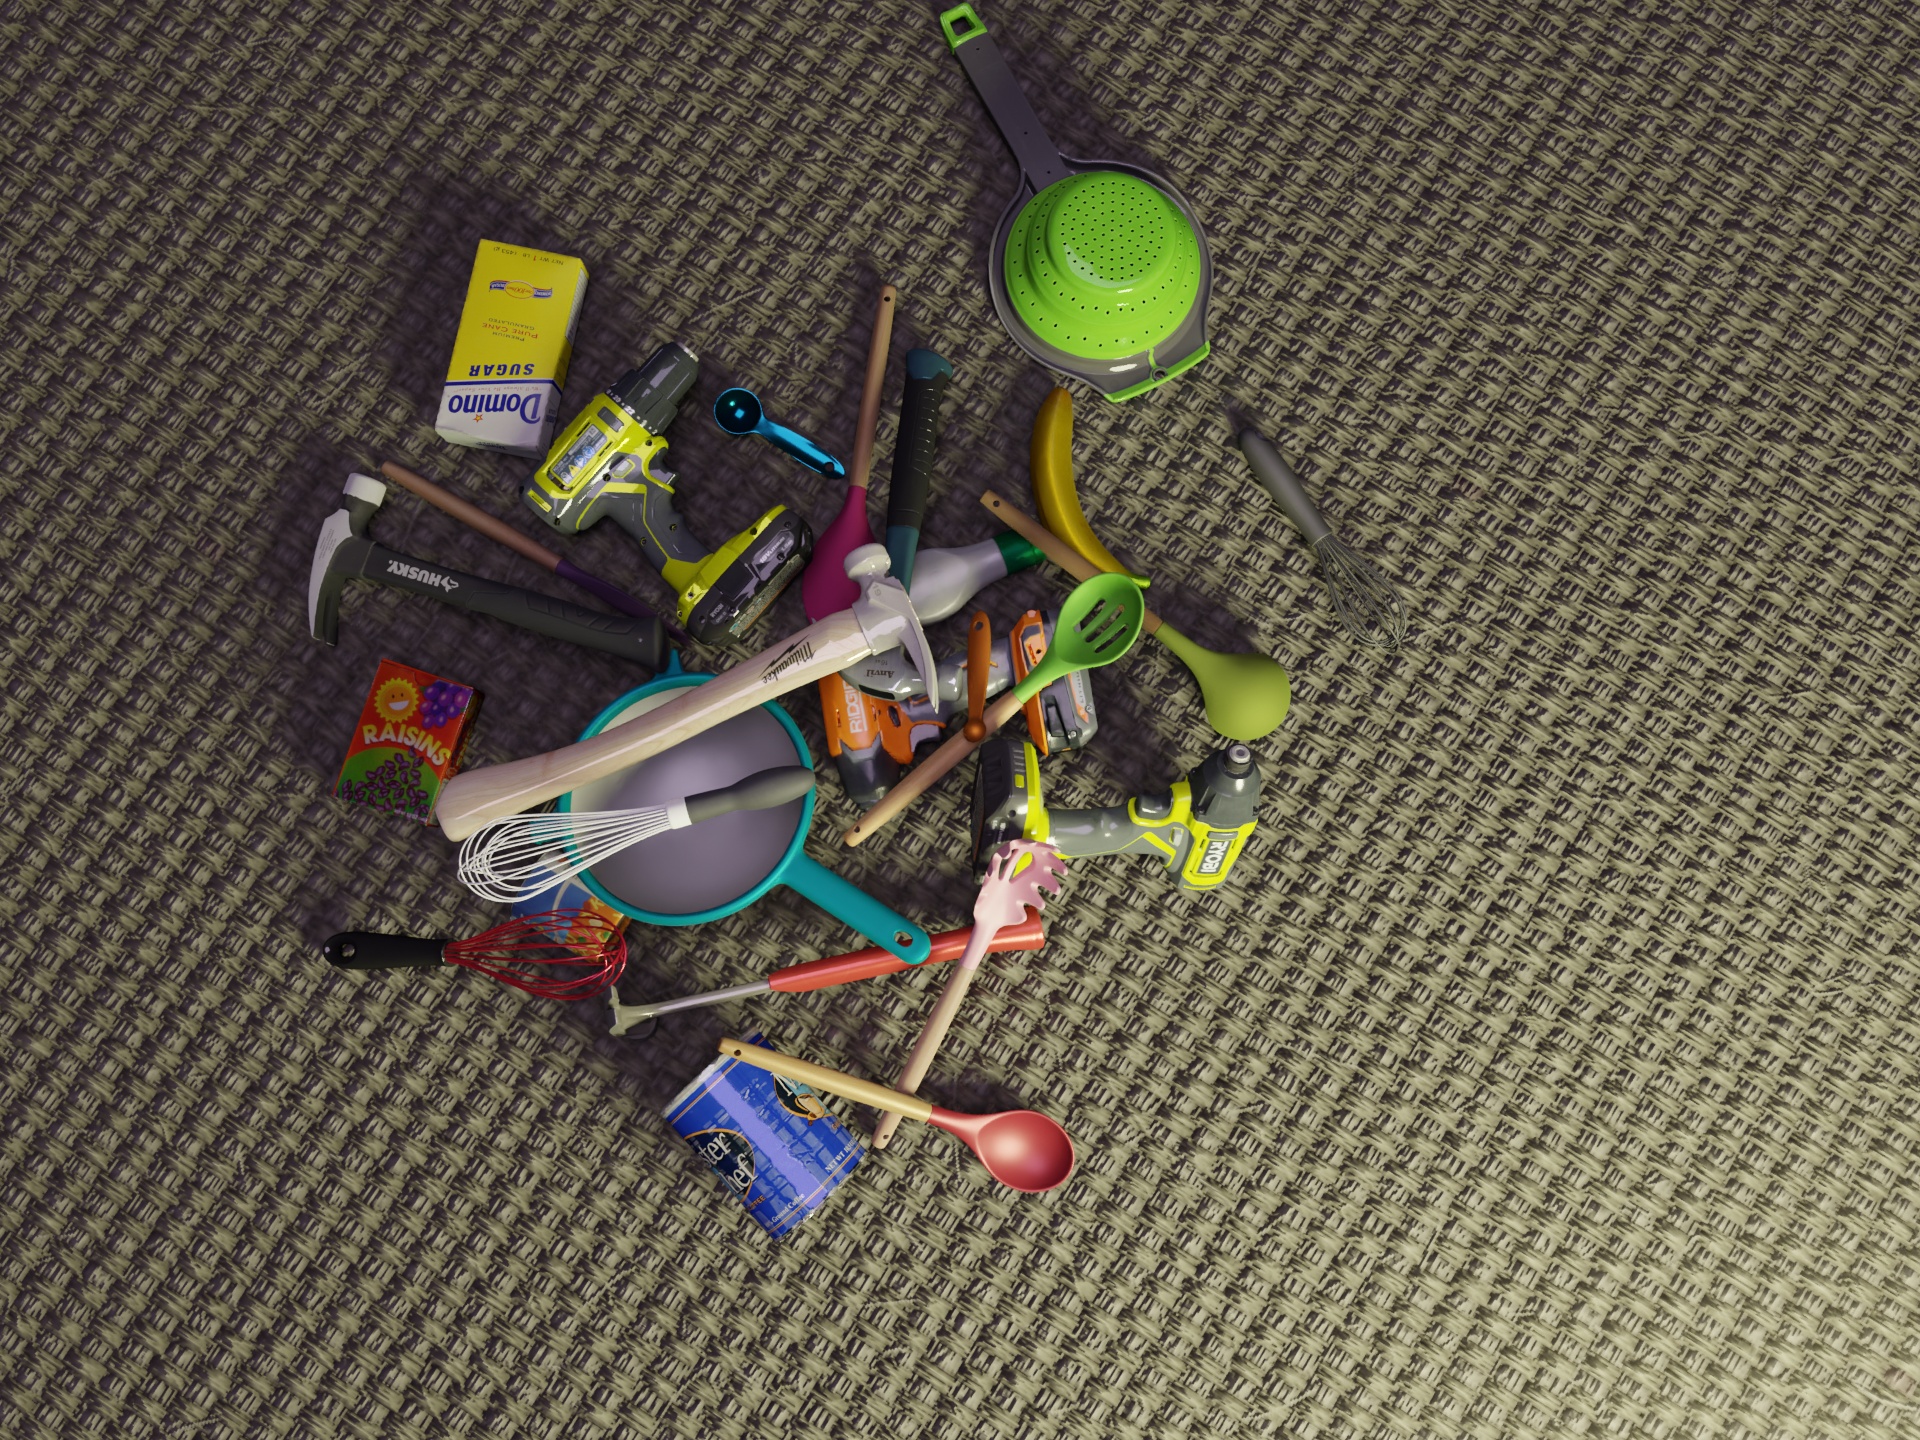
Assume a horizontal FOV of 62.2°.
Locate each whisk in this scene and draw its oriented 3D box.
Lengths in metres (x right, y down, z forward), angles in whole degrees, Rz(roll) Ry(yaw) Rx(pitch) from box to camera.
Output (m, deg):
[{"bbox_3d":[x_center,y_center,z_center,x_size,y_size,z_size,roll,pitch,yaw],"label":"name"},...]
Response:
[{"bbox_3d":[-0.395,0.187,1.284,0.296,0.073,0.073,-2,82,21],"label":"whisk"},{"bbox_3d":[-0.251,0.080,1.239,0.284,0.070,0.070,-15,83,-5],"label":"whisk"},{"bbox_3d":[0.313,-0.158,1.387,0.055,0.055,0.239,-32,80,-5],"label":"whisk"}]

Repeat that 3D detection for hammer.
[{"bbox_3d":[-0.107,0.203,1.294,0.359,0.149,0.037,-11,75,-9],"label":"hammer"},{"bbox_3d":[-0.396,-0.098,1.335,0.335,0.035,0.146,17,83,13],"label":"hammer"},{"bbox_3d":[-0.046,-0.171,1.345,0.128,0.033,0.331,4,67,8],"label":"hammer"},{"bbox_3d":[-0.219,0.006,1.263,0.410,0.038,0.146,-25,72,0],"label":"hammer"}]

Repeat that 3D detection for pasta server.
[{"bbox_3d":[-0.004,0.221,1.271,0.060,0.040,0.316,17,110,-23],"label":"pasta server"}]

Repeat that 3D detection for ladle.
[{"bbox_3d":[0.147,-0.095,1.359,0.320,0.062,0.078,37,94,1],"label":"ladle"},{"bbox_3d":[-0.050,0.310,1.283,0.315,0.031,0.069,23,96,-17],"label":"ladle"}]

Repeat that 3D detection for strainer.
[{"bbox_3d":[-0.164,0.106,1.299,0.340,0.095,0.211,31,76,13],"label":"strainer"}]

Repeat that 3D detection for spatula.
[{"bbox_3d":[-0.367,-0.146,1.370,0.316,0.059,0.018,29,76,8],"label":"spatula"}]

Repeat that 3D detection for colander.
[{"bbox_3d":[0.088,-0.480,1.398,0.204,0.094,0.397,-28,84,-5],"label":"colander"}]

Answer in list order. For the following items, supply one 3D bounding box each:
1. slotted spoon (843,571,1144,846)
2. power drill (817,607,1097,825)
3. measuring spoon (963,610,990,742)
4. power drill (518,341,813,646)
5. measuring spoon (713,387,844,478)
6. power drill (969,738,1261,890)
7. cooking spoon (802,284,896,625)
[{"bbox_3d":[0.025,-0.004,1.289,0.314,0.031,0.070,-41,66,4],"label":"slotted spoon"},{"bbox_3d":[-0.002,-0.004,1.344,0.226,0.084,0.164,-9,83,2],"label":"power drill"},{"bbox_3d":[0.012,-0.038,1.288,0.021,0.011,0.117,-8,65,25],"label":"measuring spoon"},{"bbox_3d":[-0.237,-0.193,1.357,0.228,0.080,0.190,42,91,6],"label":"power drill"},{"bbox_3d":[-0.159,-0.248,1.405,0.128,0.021,0.042,31,80,-6],"label":"measuring spoon"},{"bbox_3d":[0.125,0.073,1.281,0.223,0.171,0.080,1,54,-6],"label":"power drill"},{"bbox_3d":[-0.087,-0.229,1.397,0.068,0.017,0.319,9,83,-7],"label":"cooking spoon"}]
